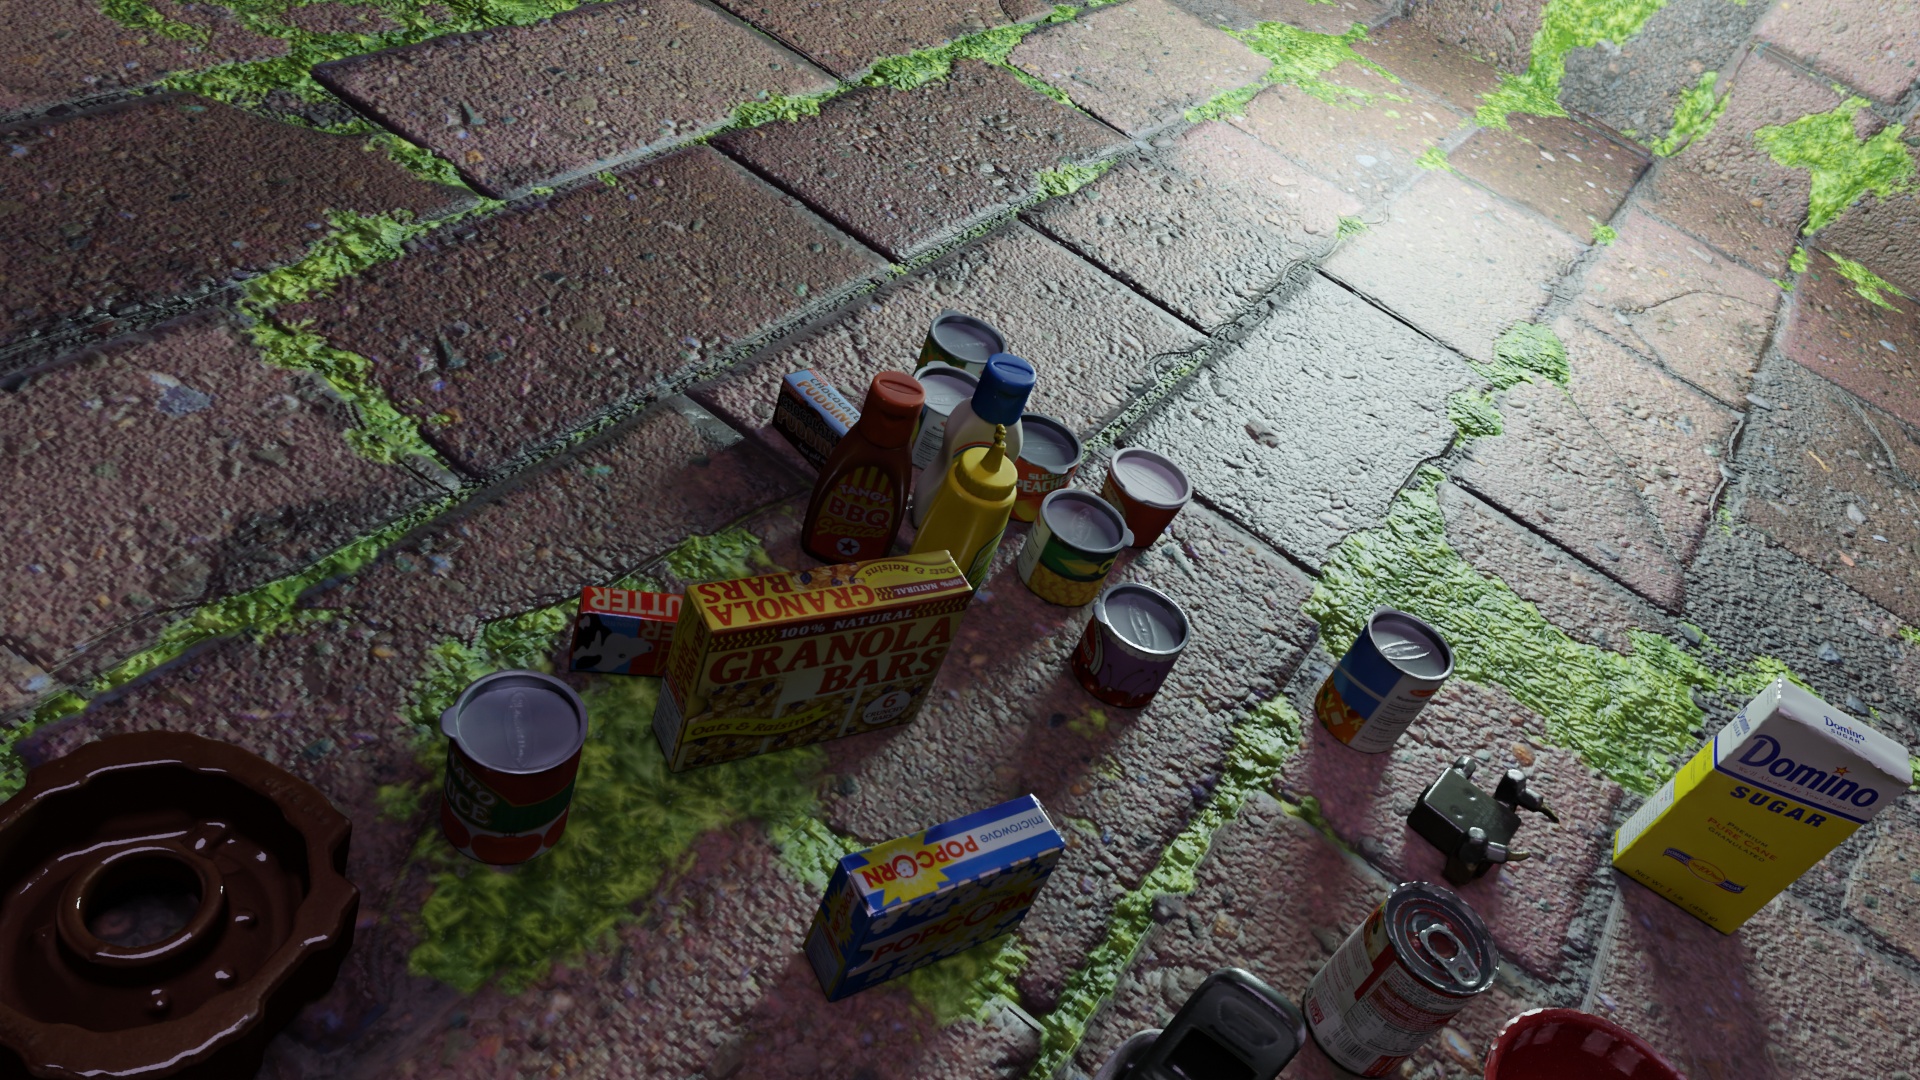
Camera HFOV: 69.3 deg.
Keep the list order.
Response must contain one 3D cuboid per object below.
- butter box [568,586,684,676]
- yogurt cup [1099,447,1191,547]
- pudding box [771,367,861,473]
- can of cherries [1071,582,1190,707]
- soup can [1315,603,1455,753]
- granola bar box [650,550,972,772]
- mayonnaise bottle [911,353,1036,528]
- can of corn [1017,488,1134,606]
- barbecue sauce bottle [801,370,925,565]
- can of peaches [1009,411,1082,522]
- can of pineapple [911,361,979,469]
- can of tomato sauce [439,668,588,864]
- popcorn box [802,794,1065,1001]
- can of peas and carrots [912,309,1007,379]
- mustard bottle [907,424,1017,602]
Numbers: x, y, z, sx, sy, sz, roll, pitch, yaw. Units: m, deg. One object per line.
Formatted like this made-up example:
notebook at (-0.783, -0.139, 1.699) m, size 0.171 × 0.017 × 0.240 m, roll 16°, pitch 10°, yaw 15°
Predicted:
butter box at (-0.180, 0.057, 0.838) m, size 0.103 × 0.052 × 0.024 m, roll 6°, pitch 42°, yaw -19°
yogurt cup at (0.140, -0.032, 1.086) m, size 0.072 × 0.053 × 0.073 m, roll 13°, pitch 41°, yaw -12°
pudding box at (-0.101, -0.084, 1.035) m, size 0.030 × 0.049 × 0.084 m, roll -22°, pitch 57°, yaw -41°
can of cherries at (0.114, 0.072, 0.956) m, size 0.071 × 0.058 × 0.072 m, roll 13°, pitch 41°, yaw -12°
soup can at (0.301, 0.099, 0.993) m, size 0.071 × 0.083 × 0.072 m, roll 13°, pitch 41°, yaw -12°
granola bar box at (-0.087, 0.070, 0.812) m, size 0.166 × 0.123 × 0.039 m, roll -8°, pitch 49°, yaw -32°
mayonnaise bottle at (0.013, -0.065, 0.990) m, size 0.065 × 0.147 × 0.041 m, roll 12°, pitch 41°, yaw -13°
can of corn at (0.083, 0.007, 1.013) m, size 0.071 × 0.058 × 0.071 m, roll 13°, pitch 41°, yaw -12°
barbecue sauce bottle at (-0.061, -0.046, 0.935) m, size 0.065 × 0.147 × 0.044 m, roll 15°, pitch 40°, yaw -10°
can of peaches at (0.054, -0.055, 1.068) m, size 0.071 × 0.057 × 0.071 m, roll 13°, pitch 41°, yaw -12°
can of pineapple at (-0.014, -0.095, 1.082) m, size 0.071 × 0.057 × 0.071 m, roll 13°, pitch 41°, yaw -12°
can of tomato sauce at (-0.234, 0.119, 0.721) m, size 0.071 × 0.082 × 0.071 m, roll 13°, pitch 41°, yaw -12°
popcorn box at (-0.014, 0.190, 0.744) m, size 0.127 × 0.084 × 0.038 m, roll -11°, pitch 50°, yaw -34°
can of peas and carrots at (-0.003, -0.146, 1.142) m, size 0.071 × 0.058 × 0.071 m, roll 13°, pitch 41°, yaw -12°
mustard bottle at (0.003, -0.011, 0.917) m, size 0.049 × 0.159 × 0.065 m, roll 33°, pitch 41°, yaw 12°
